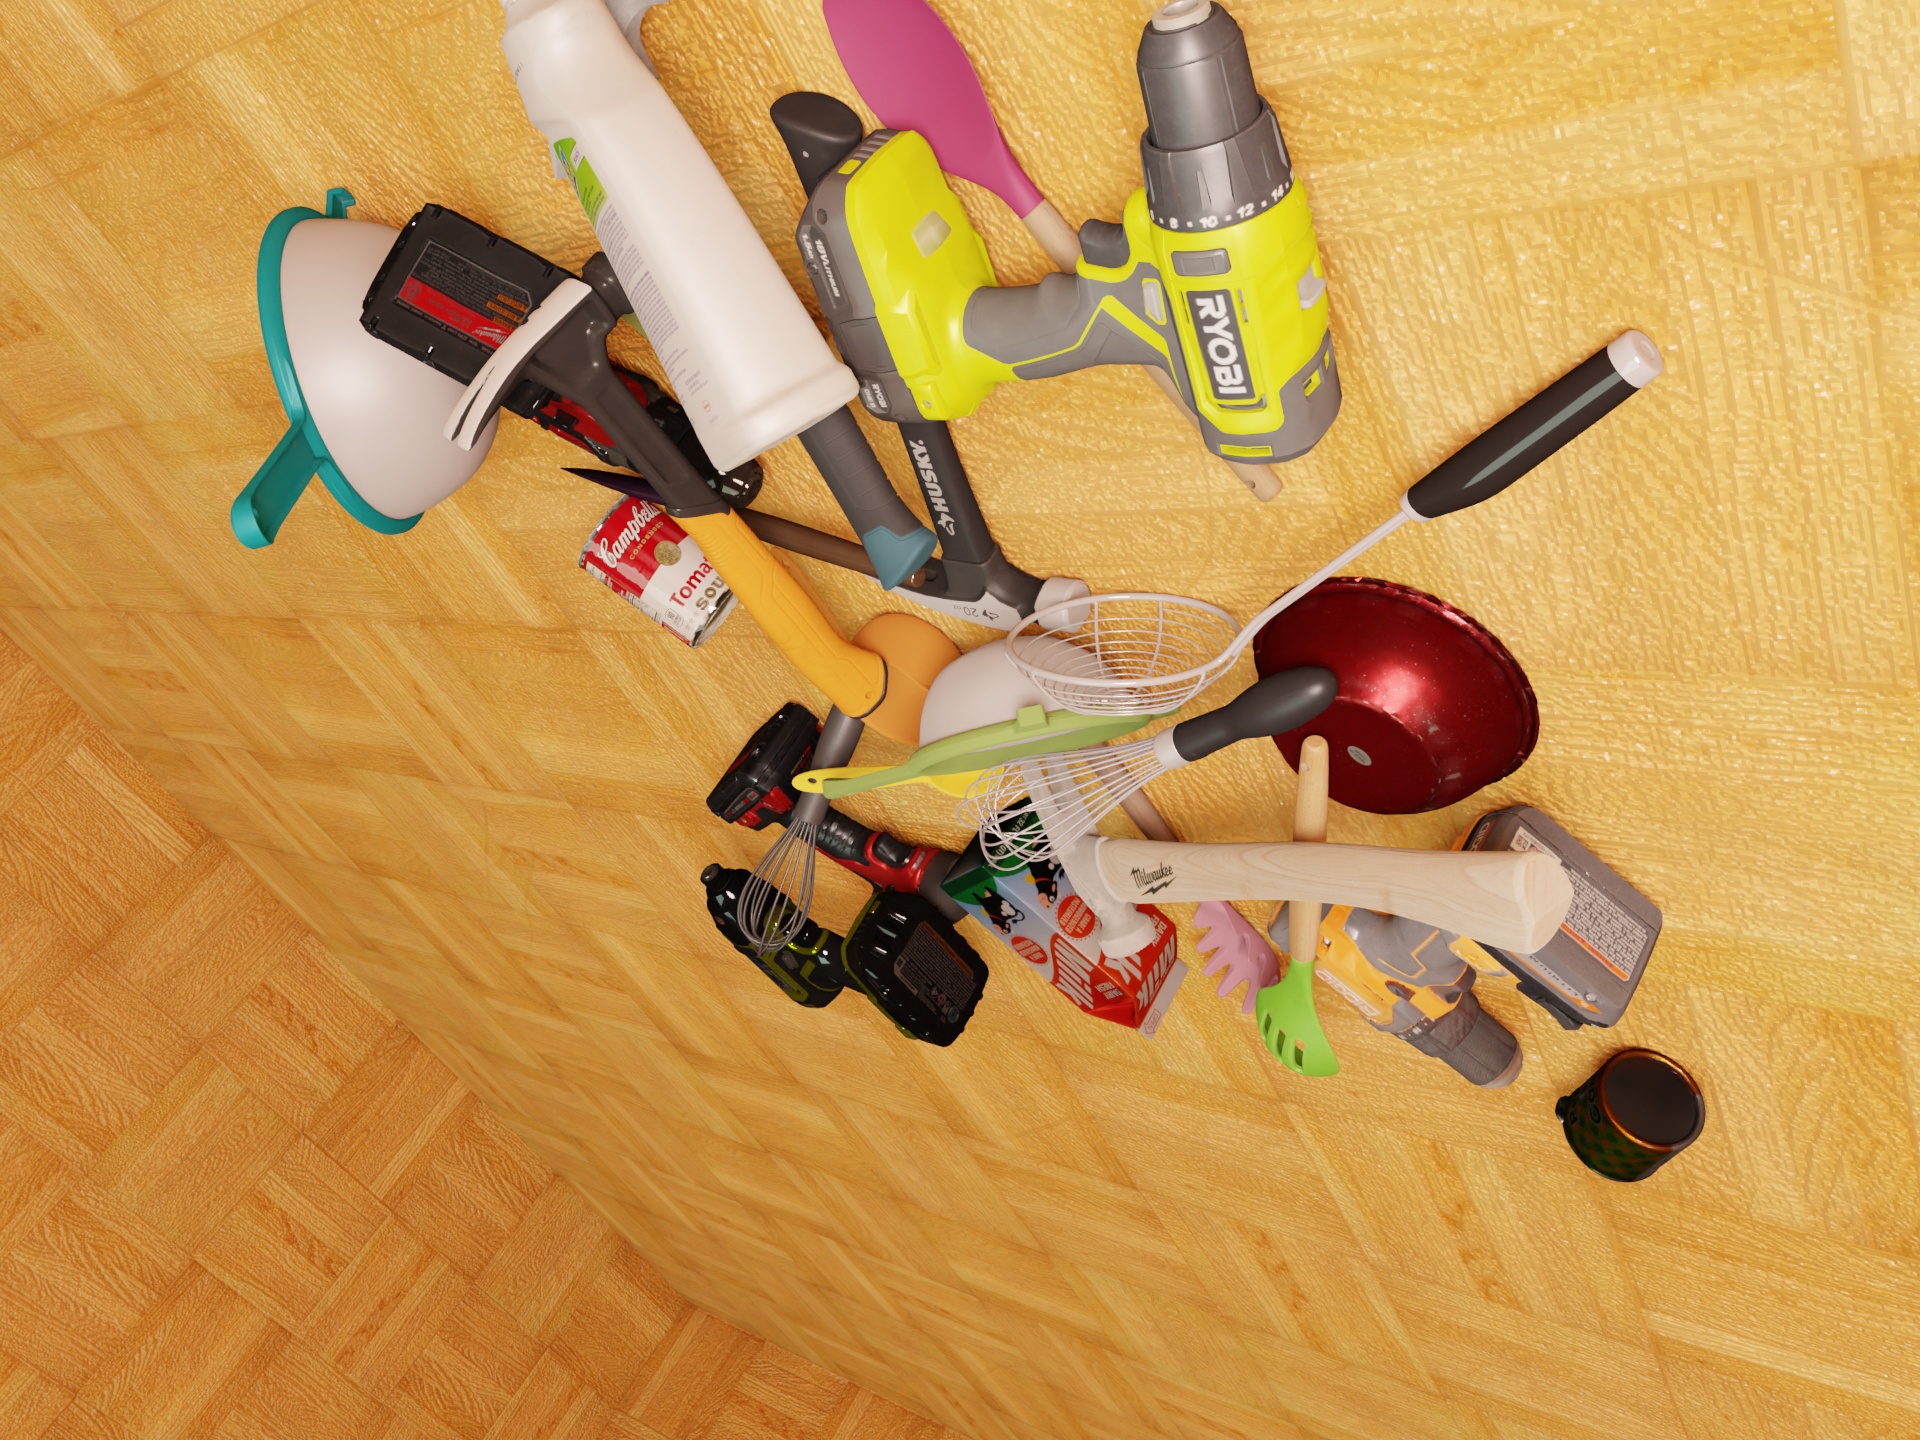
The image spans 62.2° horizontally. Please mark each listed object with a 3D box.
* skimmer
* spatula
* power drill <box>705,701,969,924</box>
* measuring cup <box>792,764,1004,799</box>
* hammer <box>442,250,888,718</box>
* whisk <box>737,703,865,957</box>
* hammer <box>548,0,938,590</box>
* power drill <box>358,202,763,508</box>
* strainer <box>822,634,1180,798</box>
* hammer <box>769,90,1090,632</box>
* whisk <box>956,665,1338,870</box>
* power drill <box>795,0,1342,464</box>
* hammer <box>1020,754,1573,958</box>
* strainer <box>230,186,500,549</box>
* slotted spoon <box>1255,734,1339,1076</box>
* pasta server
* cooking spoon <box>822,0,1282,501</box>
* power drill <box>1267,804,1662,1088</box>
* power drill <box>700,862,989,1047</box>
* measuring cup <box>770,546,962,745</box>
[{"bbox_3d":[0.159,-0.096,0.769,0.090,0.127,0.363,56,137,4],"label":"skimmer"},{"bbox_3d":[-0.143,-0.130,1.026,0.316,0.059,0.018,21,105,36],"label":"spatula"},{"bbox_3d":[-0.083,0.090,1.267,0.219,0.079,0.143,38,151,-10],"label":"power drill"},{"bbox_3d":[-0.044,0.030,1.131,0.156,0.029,0.062,-6,129,15],"label":"measuring cup"},{"bbox_3d":[-0.142,-0.100,0.912,0.034,0.127,0.336,29,164,44],"label":"hammer"},{"bbox_3d":[-0.110,0.070,1.175,0.055,0.055,0.239,27,106,15],"label":"whisk"},{"bbox_3d":[-0.107,-0.217,0.820,0.128,0.033,0.331,-21,104,43],"label":"hammer"},{"bbox_3d":[-0.223,-0.198,0.941,0.188,0.080,0.226,29,179,11],"label":"power drill"},{"bbox_3d":[-0.002,-0.003,1.000,0.256,0.151,0.069,-16,82,41],"label":"strainer"},{"bbox_3d":[-0.033,-0.184,0.879,0.146,0.035,0.334,12,142,33],"label":"hammer"},{"bbox_3d":[0.100,0.025,0.898,0.070,0.070,0.284,46,138,-16],"label":"whisk"},{"bbox_3d":[0.045,-0.207,0.697,0.229,0.080,0.190,8,138,34],"label":"power drill"},{"bbox_3d":[0.166,0.077,0.890,0.411,0.038,0.146,-8,110,64],"label":"hammer"},{"bbox_3d":[-0.349,-0.197,0.969,0.095,0.341,0.210,-13,123,4],"label":"strainer"},{"bbox_3d":[0.203,0.121,0.946,0.070,0.031,0.313,39,151,37],"label":"slotted spoon"},{"bbox_3d":[0.131,0.084,1.079,0.316,0.040,0.060,51,157,-22],"label":"pasta server"},{"bbox_3d":[0.051,-0.224,0.757,0.318,0.017,0.069,46,147,-16],"label":"cooking spoon"},{"bbox_3d":[0.310,0.148,0.950,0.185,0.084,0.226,39,154,-4],"label":"power drill"},{"bbox_3d":[-0.102,0.182,1.284,0.223,0.080,0.171,4,144,44],"label":"power drill"},{"bbox_3d":[-0.060,-0.061,1.060,0.095,0.052,0.173,-7,127,49],"label":"measuring cup"}]
